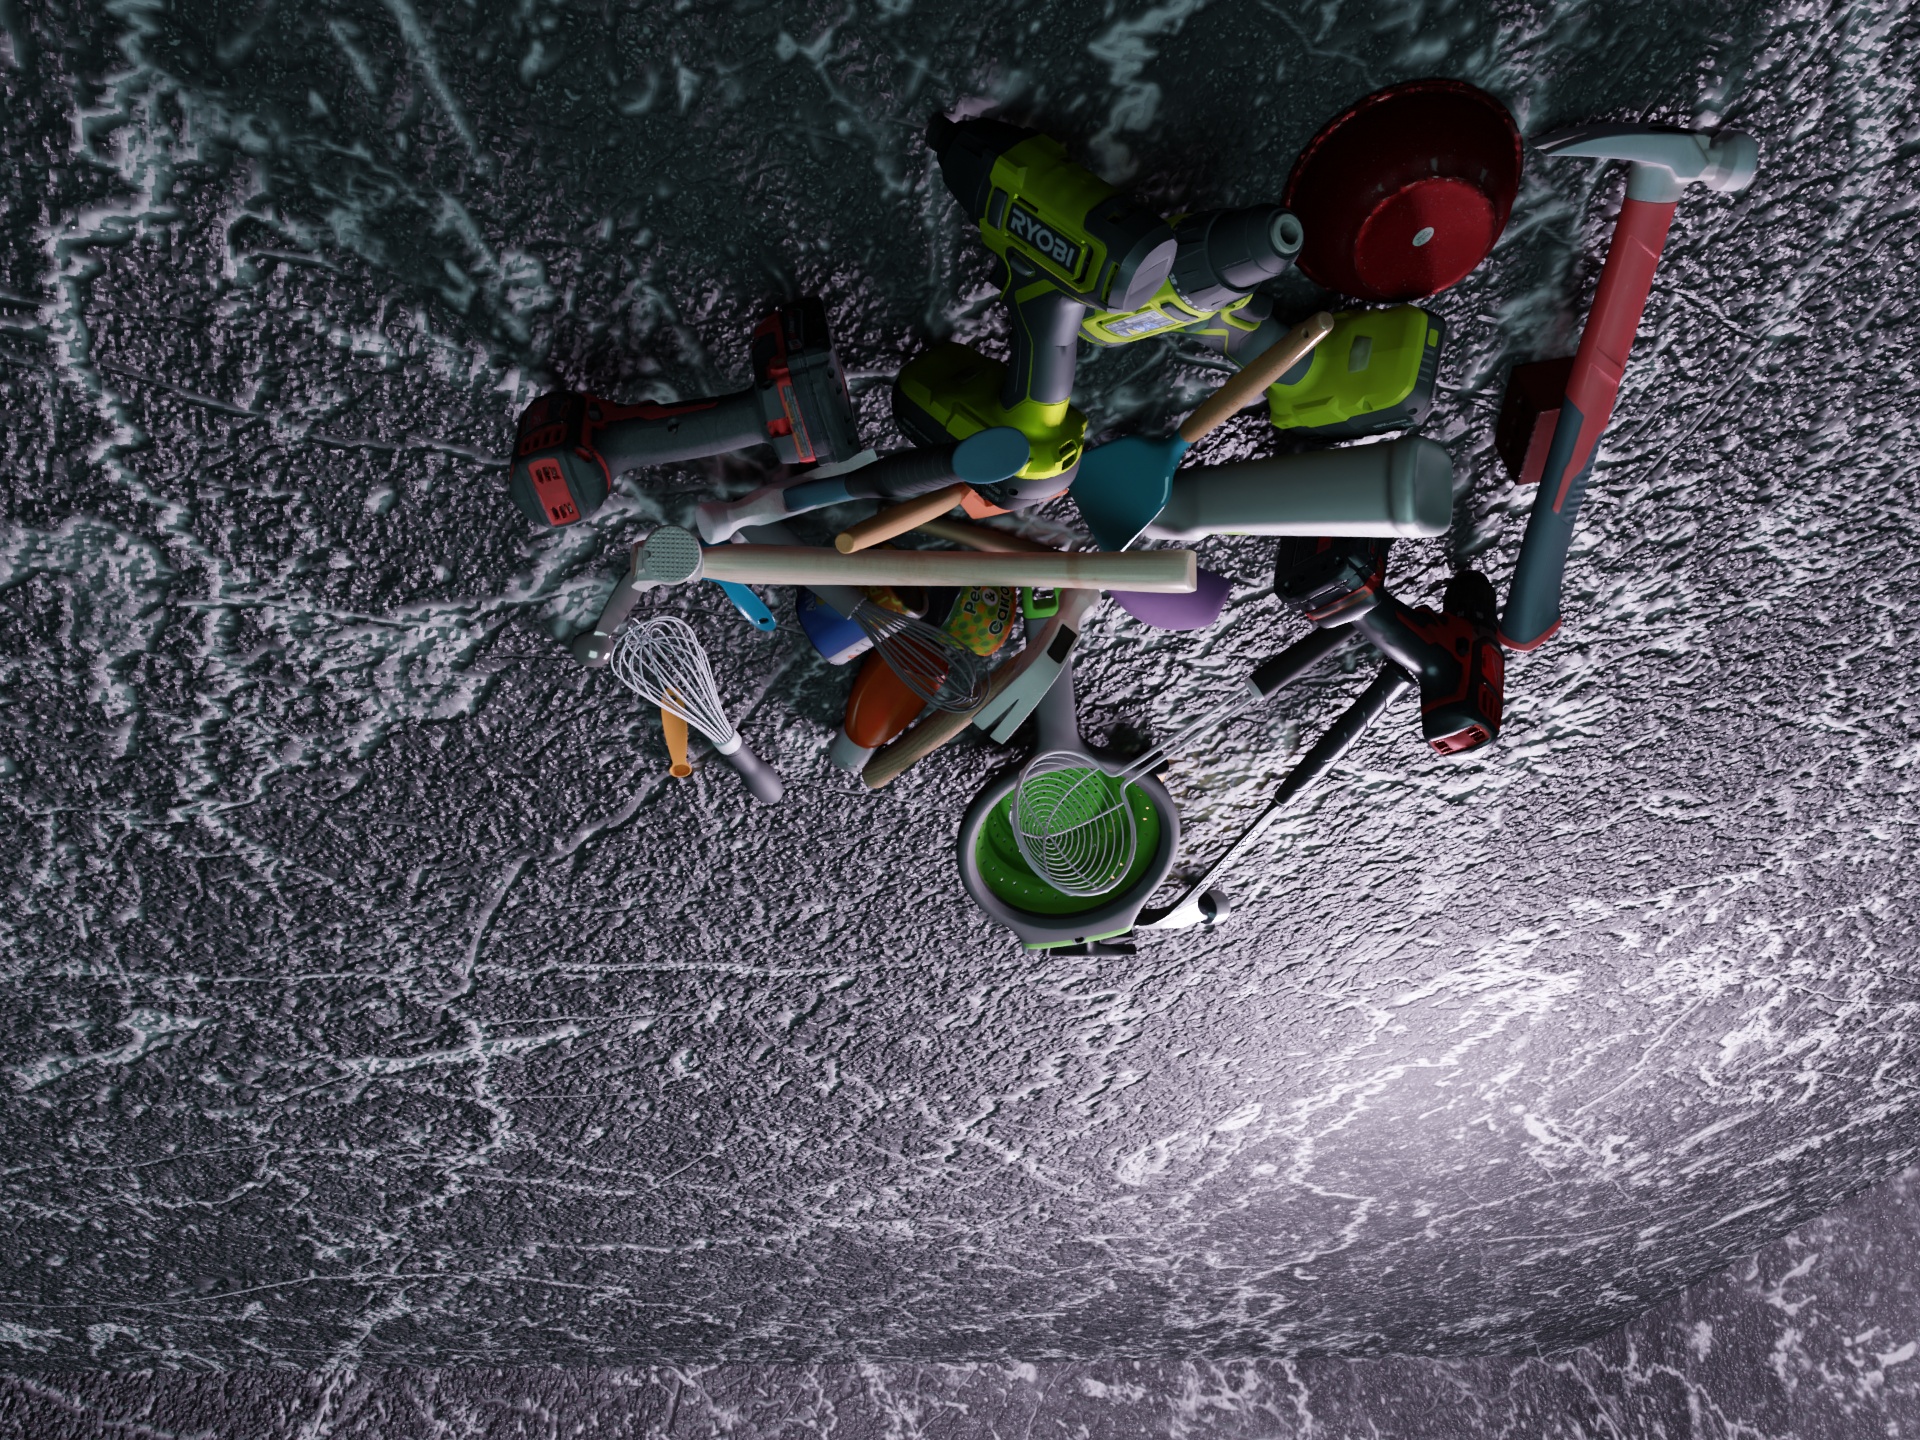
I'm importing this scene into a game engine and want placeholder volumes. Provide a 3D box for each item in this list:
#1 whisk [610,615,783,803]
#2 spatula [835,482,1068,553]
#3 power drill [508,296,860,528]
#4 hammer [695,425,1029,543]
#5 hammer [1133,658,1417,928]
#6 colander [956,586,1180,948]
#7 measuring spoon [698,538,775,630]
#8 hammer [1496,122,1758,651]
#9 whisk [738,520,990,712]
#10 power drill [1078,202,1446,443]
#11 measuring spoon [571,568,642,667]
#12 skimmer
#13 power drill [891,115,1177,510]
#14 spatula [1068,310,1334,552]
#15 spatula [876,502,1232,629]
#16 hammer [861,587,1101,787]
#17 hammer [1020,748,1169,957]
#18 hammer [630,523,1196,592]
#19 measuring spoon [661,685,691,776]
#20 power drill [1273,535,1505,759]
[{"bbox_3d":[-0.214,0.000,1.353,0.070,0.070,0.284,-16,145,10],"label":"whisk"},{"bbox_3d":[-0.011,-0.139,1.076,0.081,0.322,0.041,-13,101,23],"label":"spatula"},{"bbox_3d":[-0.184,-0.201,1.043,0.219,0.143,0.078,-15,124,1],"label":"power drill"},{"bbox_3d":[-0.059,-0.156,1.036,0.128,0.033,0.331,-23,-167,-27],"label":"hammer"},{"bbox_3d":[0.303,0.083,1.543,0.149,0.036,0.408,-4,142,-38],"label":"hammer"},{"bbox_3d":[0.083,0.024,1.423,0.204,0.095,0.396,-9,124,-2],"label":"colander"},{"bbox_3d":[-0.176,-0.109,1.255,0.042,0.021,0.128,-18,150,10],"label":"measuring spoon"},{"bbox_3d":[0.427,-0.220,1.124,0.143,0.038,0.386,0,125,-7],"label":"hammer"},{"bbox_3d":[-0.077,-0.088,1.190,0.239,0.055,0.055,39,131,1],"label":"whisk"},{"bbox_3d":[0.203,-0.259,1.024,0.228,0.080,0.191,17,172,-31],"label":"power drill"},{"bbox_3d":[-0.275,-0.081,1.265,0.034,0.018,0.124,17,134,-28],"label":"measuring spoon"},{"bbox_3d":[0.202,0.010,1.332,0.363,0.090,0.127,-35,94,0],"label":"skimmer"},{"bbox_3d":[0.031,-0.259,1.009,0.080,0.171,0.223,-39,159,-34],"label":"power drill"},{"bbox_3d":[0.157,-0.196,1.065,0.044,0.082,0.317,-27,178,-21],"label":"spatula"},{"bbox_3d":[0.079,-0.126,1.271,0.315,0.018,0.059,13,113,-24],"label":"spatula"},{"bbox_3d":[-0.002,-0.004,1.312,0.031,0.130,0.331,38,147,-12],"label":"hammer"},{"bbox_3d":[0.157,0.142,1.611,0.127,0.034,0.336,2,140,-12],"label":"hammer"},{"bbox_3d":[-0.027,-0.109,1.137,0.410,0.038,0.146,0,-179,-17],"label":"hammer"},{"bbox_3d":[-0.249,0.009,1.391,0.021,0.011,0.116,-5,138,-8],"label":"measuring spoon"},{"bbox_3d":[0.356,-0.098,1.265,0.226,0.188,0.080,40,136,-23],"label":"power drill"}]
